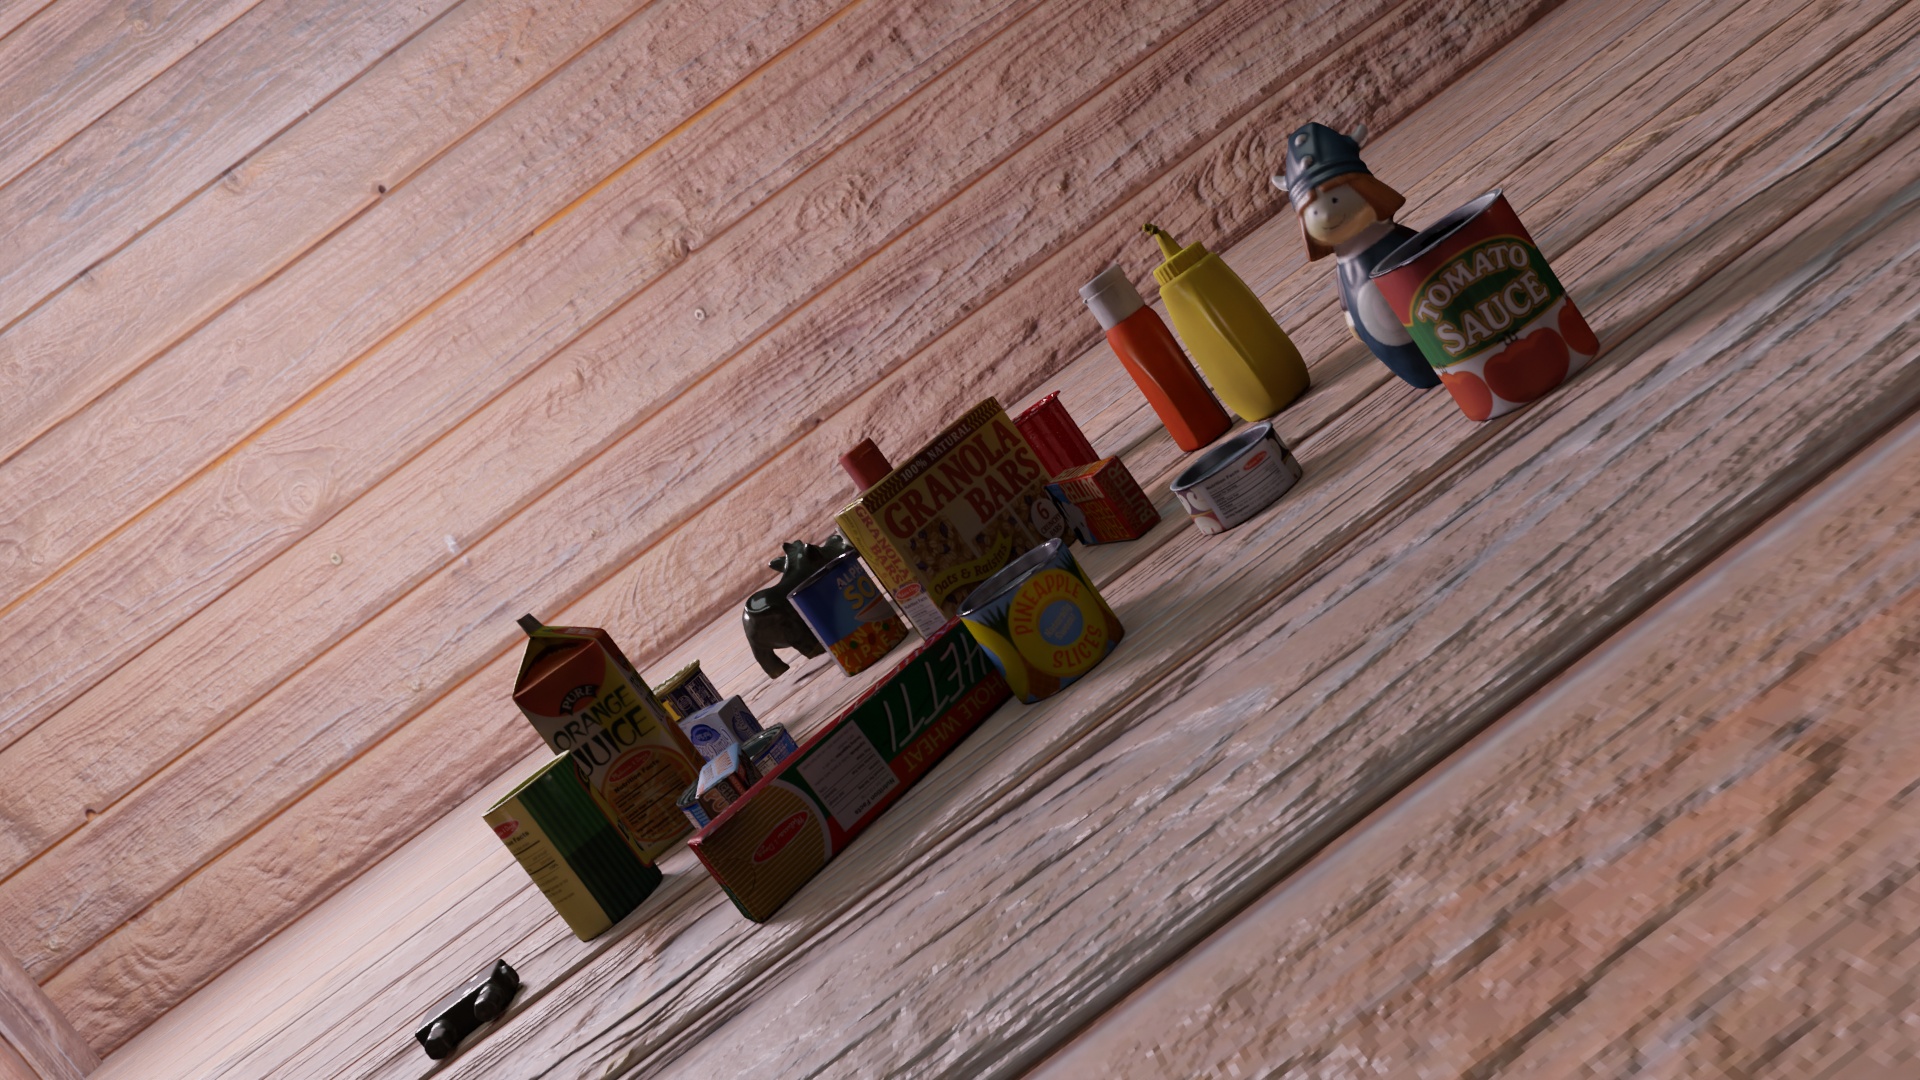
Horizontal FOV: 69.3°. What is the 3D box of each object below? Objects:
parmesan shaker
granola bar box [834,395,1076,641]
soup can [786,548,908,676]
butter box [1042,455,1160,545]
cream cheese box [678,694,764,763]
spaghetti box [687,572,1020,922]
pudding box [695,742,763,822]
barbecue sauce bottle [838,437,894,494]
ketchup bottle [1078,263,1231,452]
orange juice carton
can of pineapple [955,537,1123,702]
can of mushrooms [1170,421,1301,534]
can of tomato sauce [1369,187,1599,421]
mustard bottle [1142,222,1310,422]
[{"bbox_3d":[-0.249,0.196,0.892,0.071,0.103,0.071,-35,6,5],"label":"parmesan shaker"},{"bbox_3d":[0.004,-0.012,0.990,0.039,0.124,0.166,-30,9,46],"label":"granola bar box"},{"bbox_3d":[-0.090,0.059,1.144,0.071,0.083,0.071,-35,6,5],"label":"soup can"},{"bbox_3d":[0.094,-0.025,0.933,0.024,0.053,0.103,-37,6,-13],"label":"butter box"},{"bbox_3d":[-0.184,0.154,1.080,0.024,0.053,0.103,-40,7,-33],"label":"cream cheese box"},{"bbox_3d":[-0.028,0.093,0.717,0.251,0.050,0.028,-39,7,-28],"label":"spaghetti box"},{"bbox_3d":[-0.130,0.153,0.821,0.030,0.049,0.083,-36,6,-5],"label":"pudding box"},{"bbox_3d":[-0.054,-0.025,1.278,0.065,0.148,0.043,-39,7,-26],"label":"barbecue sauce bottle"},{"bbox_3d":[0.145,-0.137,1.047,0.043,0.148,0.065,-36,6,2],"label":"ketchup bottle"},{"bbox_3d":[-0.256,0.131,0.999,0.073,0.192,0.072,-37,6,-6],"label":"orange juice carton"},{"bbox_3d":[0.041,0.041,0.705,0.071,0.058,0.071,-35,6,5],"label":"can of pineapple"},{"bbox_3d":[0.153,-0.035,0.774,0.071,0.033,0.071,-35,6,5],"label":"can of mushrooms"},{"bbox_3d":[0.236,-0.105,0.626,0.071,0.083,0.071,-35,6,5],"label":"can of tomato sauce"},{"bbox_3d":[0.180,-0.159,0.973,0.049,0.160,0.065,-38,6,-20],"label":"mustard bottle"}]
